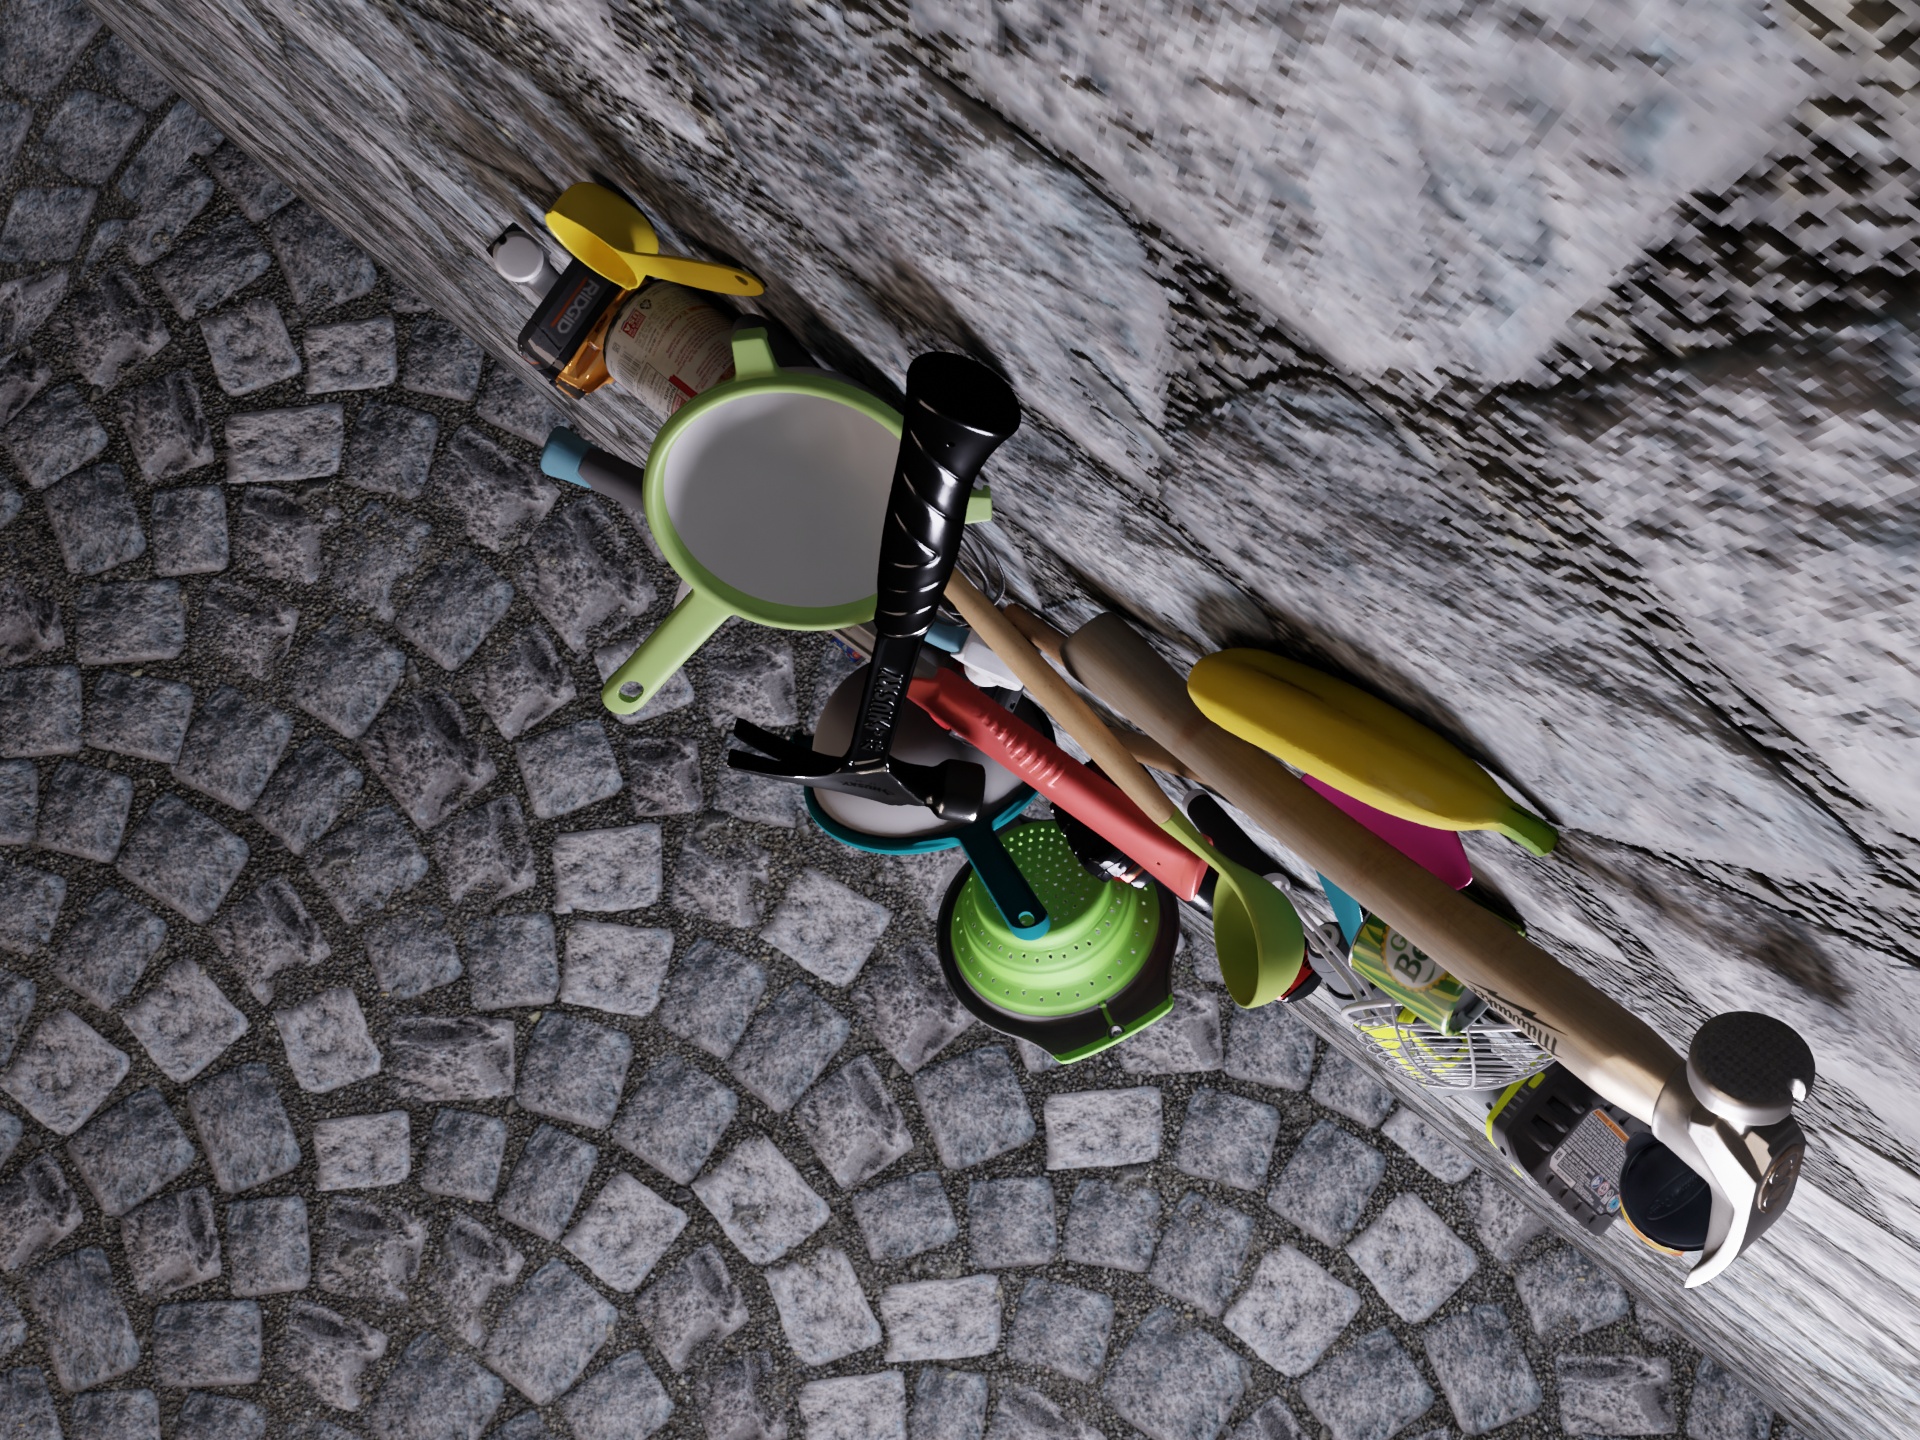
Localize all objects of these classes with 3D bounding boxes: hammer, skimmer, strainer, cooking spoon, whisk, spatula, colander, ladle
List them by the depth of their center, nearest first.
[{"bbox_3d":[0.178,0.070,0.705,0.411,0.038,0.146,42,158,43],"label":"hammer"},{"bbox_3d":[-0.033,-0.043,0.756,0.149,0.036,0.408,10,155,-5],"label":"hammer"},{"bbox_3d":[0.149,0.031,0.811,0.068,0.017,0.319,63,163,-18],"label":"cooking spoon"},{"bbox_3d":[-0.111,-0.094,0.825,0.151,0.256,0.069,31,-141,-24],"label":"strainer"},{"bbox_3d":[0.085,0.041,0.855,0.320,0.062,0.078,46,-173,-23],"label":"ladle"},{"bbox_3d":[-0.049,-0.131,0.868,0.238,0.055,0.055,48,172,-38],"label":"whisk"},{"bbox_3d":[0.126,0.019,0.933,0.318,0.044,0.082,39,165,33],"label":"spatula"},{"bbox_3d":[-0.001,-0.003,0.942,0.359,0.037,0.149,36,147,-11],"label":"hammer"},{"bbox_3d":[-0.102,-0.097,0.988,0.331,0.033,0.128,25,176,-14],"label":"hammer"},{"bbox_3d":[0.236,0.110,0.991,0.127,0.090,0.364,11,-159,-24],"label":"skimmer"},{"bbox_3d":[-0.207,-0.224,1.154,0.334,0.035,0.146,45,-178,-23],"label":"hammer"},{"bbox_3d":[-0.012,0.036,1.225,0.341,0.211,0.095,-124,16,-53],"label":"strainer"},{"bbox_3d":[0.040,0.094,1.347,0.398,0.204,0.094,60,174,39],"label":"colander"}]

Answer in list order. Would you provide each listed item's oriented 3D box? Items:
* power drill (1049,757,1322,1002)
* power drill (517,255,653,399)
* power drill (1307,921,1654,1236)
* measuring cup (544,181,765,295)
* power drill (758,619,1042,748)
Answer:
[{"bbox_3d":[0.179,0.113,1.257,0.226,0.080,0.188,38,-169,-22],"label":"power drill"},{"bbox_3d":[-0.171,-0.200,1.030,0.226,0.084,0.185,36,178,-18],"label":"power drill"},{"bbox_3d":[0.344,0.230,1.081,0.190,0.080,0.229,41,179,-31],"label":"power drill"},{"bbox_3d":[-0.145,-0.236,0.789,0.157,0.029,0.062,23,167,36],"label":"measuring cup"},{"bbox_3d":[-0.061,-0.063,1.148,0.219,0.078,0.143,27,173,-4],"label":"power drill"}]
